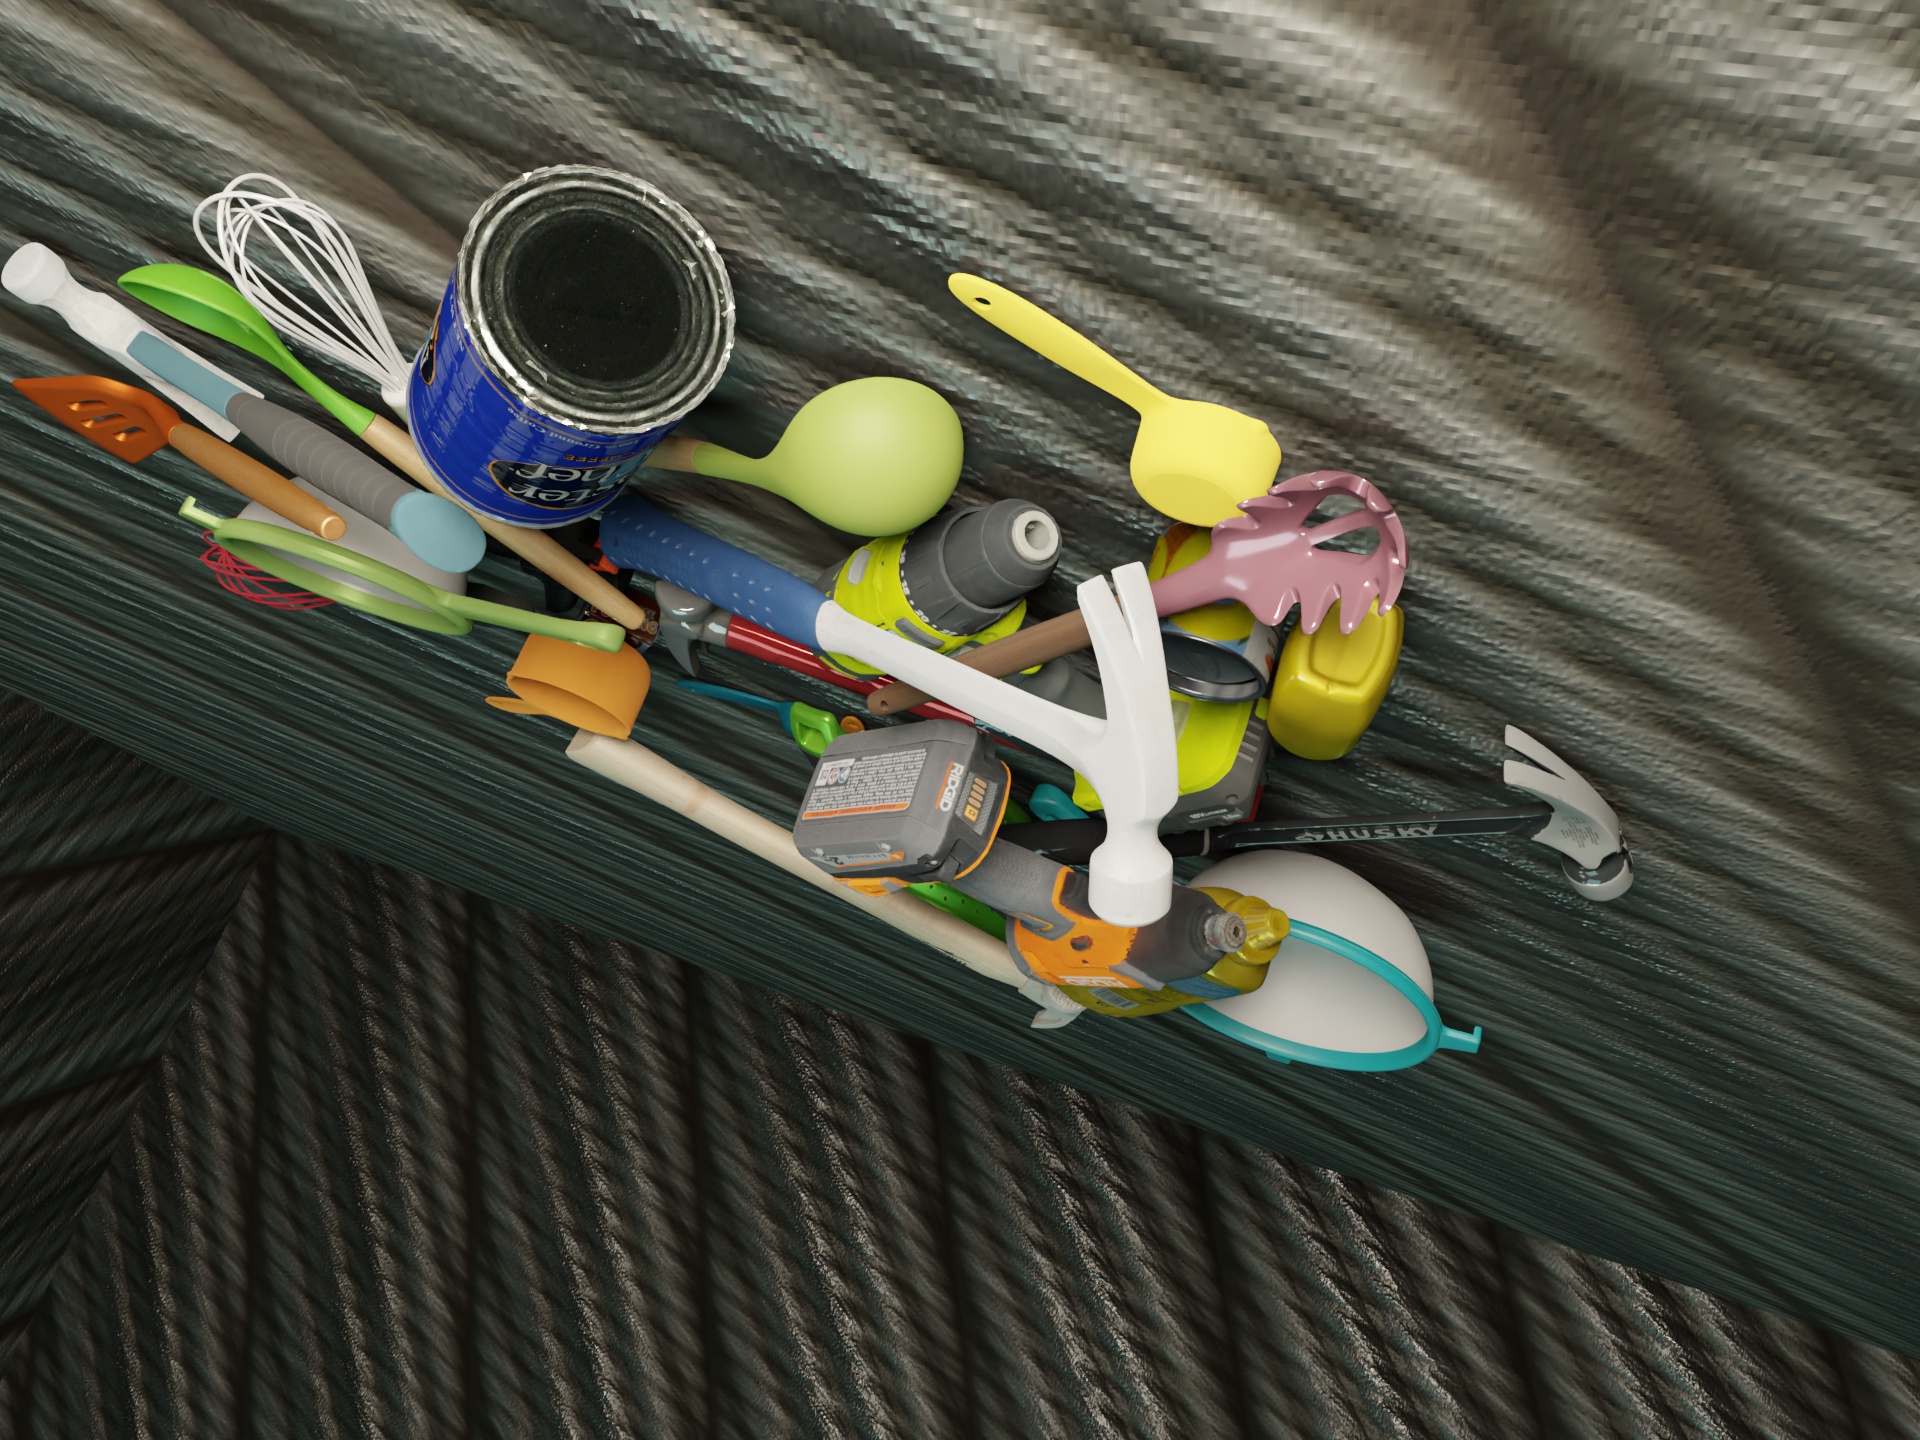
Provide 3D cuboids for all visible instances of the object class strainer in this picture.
[{"bbox_3d":[-0.300,-0.095,0.917,0.256,0.069,0.151,14,169,16],"label":"strainer"},{"bbox_3d":[0.187,0.116,1.077,0.340,0.095,0.211,38,150,-20],"label":"strainer"}]

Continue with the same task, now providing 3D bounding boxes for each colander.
[{"bbox_3d":[-0.029,0.059,1.124,0.204,0.094,0.396,19,159,23],"label":"colander"}]

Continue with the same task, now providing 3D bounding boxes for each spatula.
[{"bbox_3d":[-0.408,-0.137,0.844,0.323,0.041,0.080,26,169,40],"label":"spatula"}]

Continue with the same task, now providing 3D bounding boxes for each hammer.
[{"bbox_3d":[-0.002,-0.003,0.998,0.386,0.038,0.143,19,164,2],"label":"hammer"},{"bbox_3d":[0.156,0.065,0.912,0.409,0.036,0.149,-6,149,31],"label":"hammer"},{"bbox_3d":[-0.097,0.111,1.151,0.410,0.038,0.146,28,162,2],"label":"hammer"},{"bbox_3d":[-0.054,-0.047,0.746,0.406,0.035,0.144,26,127,43],"label":"hammer"},{"bbox_3d":[-0.353,-0.151,0.804,0.331,0.033,0.128,30,172,31],"label":"hammer"}]

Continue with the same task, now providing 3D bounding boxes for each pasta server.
[{"bbox_3d":[0.056,-0.039,0.672,0.316,0.040,0.060,-18,106,47],"label":"pasta server"}]

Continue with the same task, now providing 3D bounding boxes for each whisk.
[{"bbox_3d":[-0.271,-0.165,0.759,0.059,0.058,0.246,-5,154,14],"label":"whisk"},{"bbox_3d":[-0.412,-0.099,1.100,0.296,0.073,0.073,13,161,24],"label":"whisk"}]

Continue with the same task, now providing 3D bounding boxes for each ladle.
[{"bbox_3d":[-0.133,-0.137,0.753,0.320,0.062,0.078,15,160,37],"label":"ladle"}]

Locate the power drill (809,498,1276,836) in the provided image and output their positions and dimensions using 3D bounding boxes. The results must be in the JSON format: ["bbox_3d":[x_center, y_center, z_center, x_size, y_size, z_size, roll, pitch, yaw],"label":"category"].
[{"bbox_3d":[0.051,-0.029,0.802,0.228,0.080,0.190,30,157,-22],"label":"power drill"}]

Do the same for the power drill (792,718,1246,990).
[{"bbox_3d":[0.040,0.084,0.872,0.226,0.084,0.164,33,154,-32],"label":"power drill"}]

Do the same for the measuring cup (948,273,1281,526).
[{"bbox_3d":[0.055,-0.117,0.599,0.156,0.029,0.062,26,162,-28],"label":"measuring cup"}]

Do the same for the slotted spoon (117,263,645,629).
[{"bbox_3d":[-0.297,-0.143,0.856,0.313,0.031,0.070,38,165,-27],"label":"slotted spoon"}]

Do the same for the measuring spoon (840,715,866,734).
[{"bbox_3d":[-0.078,0.017,1.194,0.021,0.011,0.116,18,159,6],"label":"measuring spoon"}]

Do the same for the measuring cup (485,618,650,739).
[{"bbox_3d":[-0.277,-0.031,1.091,0.095,0.052,0.174,34,160,-35],"label":"measuring cup"}]

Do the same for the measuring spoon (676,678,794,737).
[{"bbox_3d":[-0.156,-0.006,1.182,0.128,0.021,0.042,14,162,14],"label":"measuring spoon"}]
